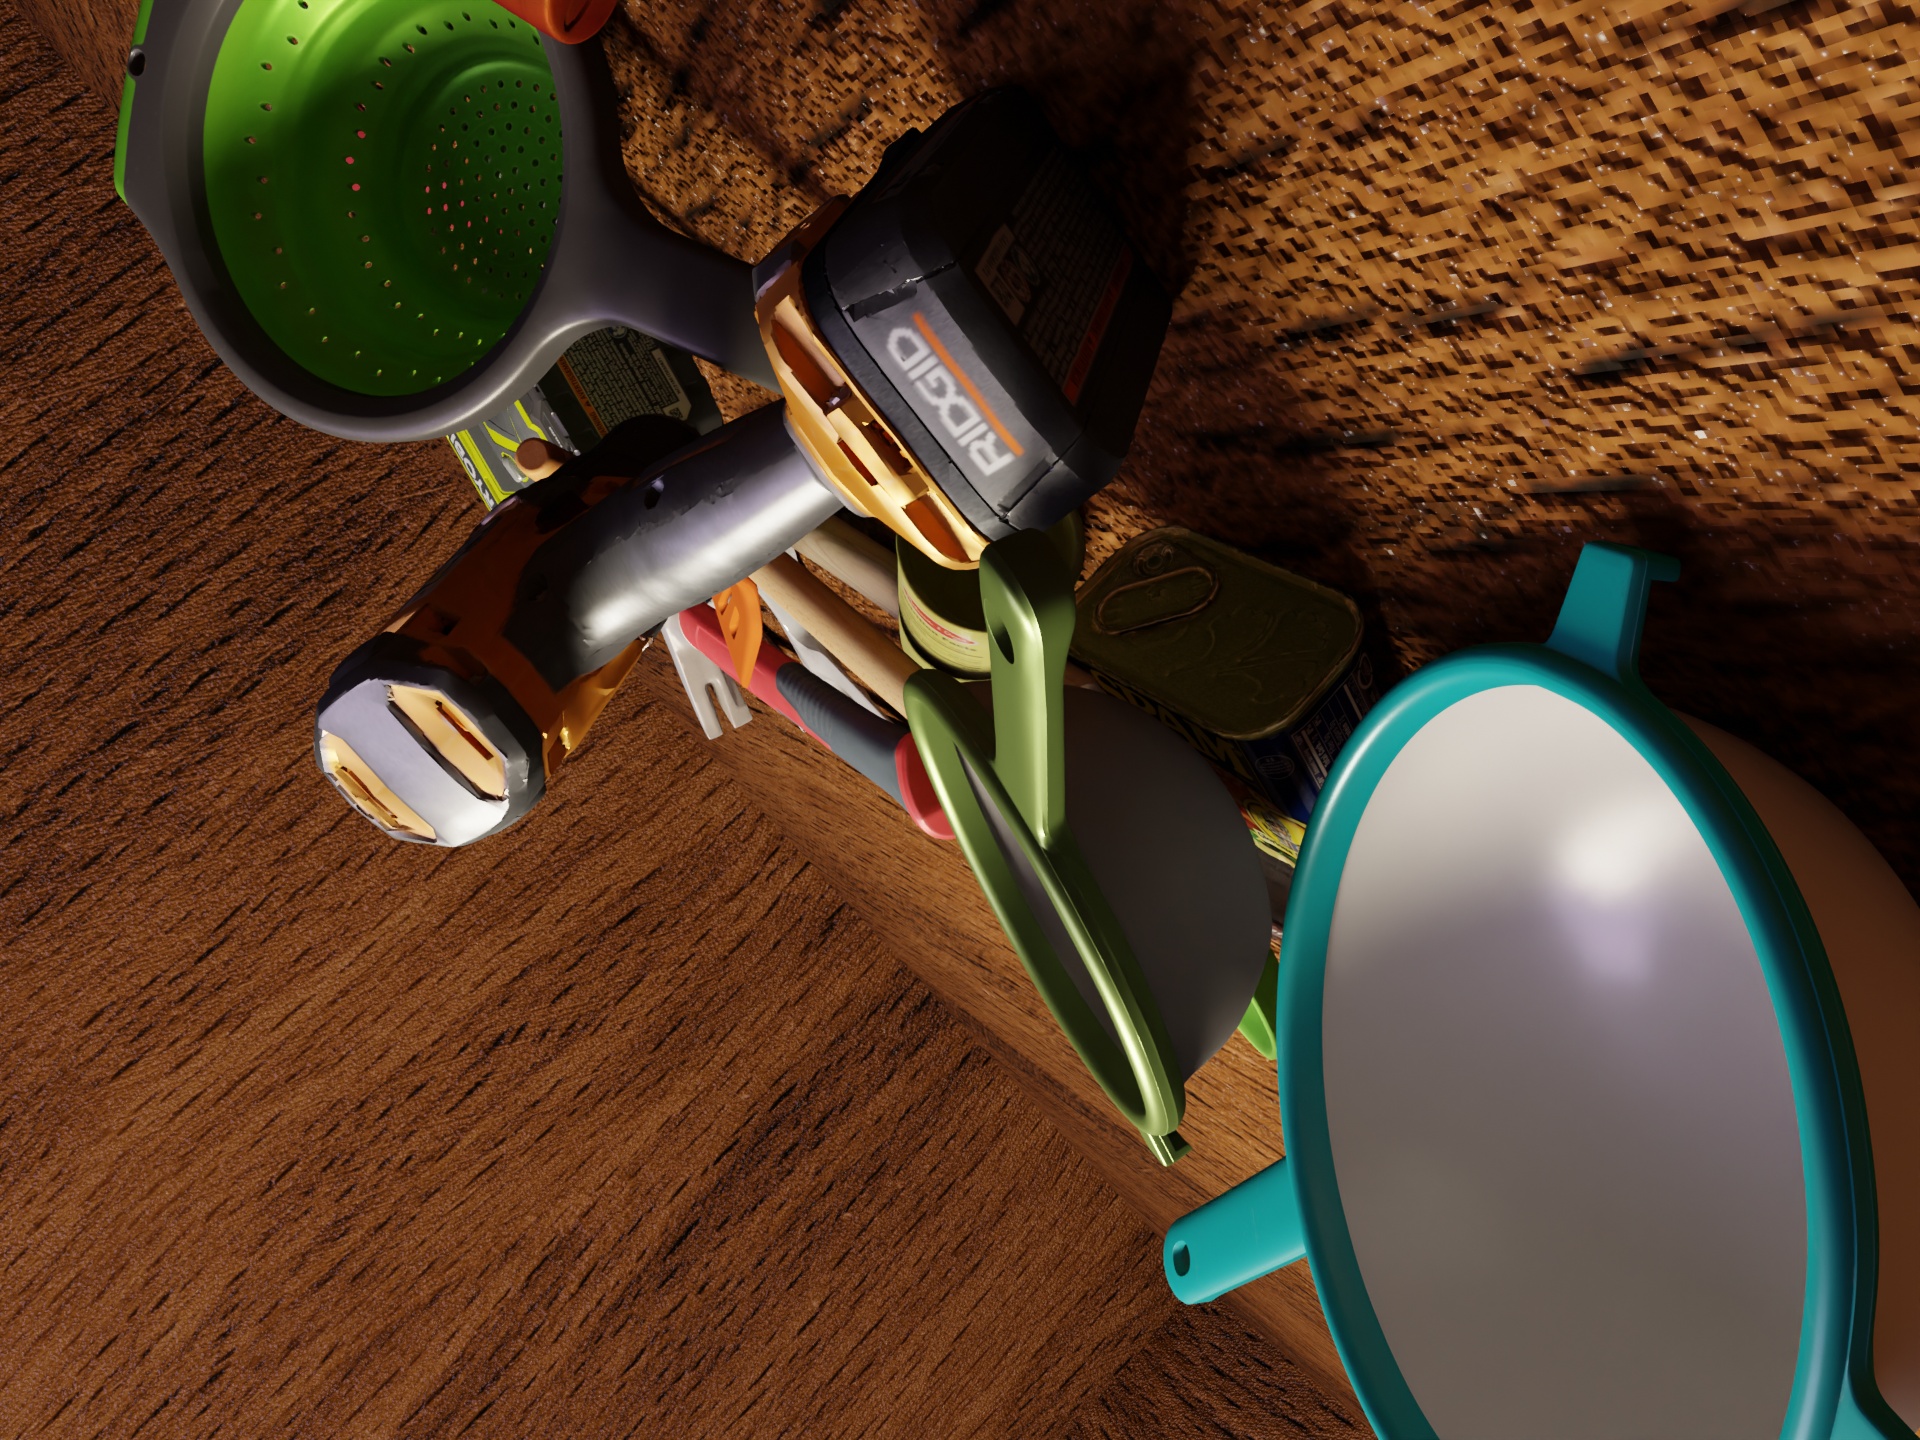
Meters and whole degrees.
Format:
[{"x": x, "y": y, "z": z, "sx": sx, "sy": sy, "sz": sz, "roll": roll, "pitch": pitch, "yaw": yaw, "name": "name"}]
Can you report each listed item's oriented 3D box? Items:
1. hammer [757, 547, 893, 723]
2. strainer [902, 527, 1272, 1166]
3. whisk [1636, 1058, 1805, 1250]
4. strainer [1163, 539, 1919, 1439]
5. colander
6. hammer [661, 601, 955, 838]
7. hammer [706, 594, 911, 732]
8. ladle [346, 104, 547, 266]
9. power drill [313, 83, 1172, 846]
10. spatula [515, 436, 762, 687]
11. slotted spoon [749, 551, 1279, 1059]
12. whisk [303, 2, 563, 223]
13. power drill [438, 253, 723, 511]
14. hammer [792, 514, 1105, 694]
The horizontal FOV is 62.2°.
[{"x": -0.024, "y": 0.018, "z": 0.857, "sx": 0.144, "sy": 0.035, "sz": 0.406, "roll": 63, "pitch": 170, "yaw": -30, "name": "hammer"}, {"x": 0.042, "y": 0.016, "z": 0.421, "sx": 0.152, "sy": 0.069, "sz": 0.256, "roll": 58, "pitch": 170, "yaw": 25, "name": "strainer"}, {"x": 0.193, "y": 0.089, "z": 0.470, "sx": 0.296, "sy": 0.073, "sz": 0.073, "roll": 44, "pitch": 170, "yaw": 43, "name": "whisk"}, {"x": 0.147, "y": 0.117, "z": 0.425, "sx": 0.340, "sy": 0.095, "sz": 0.211, "roll": 114, "pitch": 153, "yaw": -60, "name": "strainer"}, {"x": -0.132, "y": -0.177, "z": 0.595, "sx": 0.397, "sy": 0.204, "sz": 0.094, "roll": 26, "pitch": -162, "yaw": 15, "name": "colander"}, {"x": -0.086, "y": -0.004, "z": 0.851, "sx": 0.387, "sy": 0.038, "sz": 0.143, "roll": 32, "pitch": 144, "yaw": 57, "name": "hammer"}, {"x": -0.065, "y": 0.004, "z": 1.140, "sx": 0.409, "sy": 0.036, "sz": 0.149, "roll": 30, "pitch": 162, "yaw": 52, "name": "hammer"}, {"x": -0.163, "y": -0.196, "z": 0.683, "sx": 0.315, "sy": 0.031, "sz": 0.069, "roll": 29, "pitch": 163, "yaw": 17, "name": "ladle"}, {"x": -0.057, "y": -0.071, "z": 0.433, "sx": 0.084, "sy": 0.226, "sz": 0.185, "roll": 50, "pitch": -148, "yaw": -20, "name": "power drill"}, {"x": -0.126, "y": -0.071, "z": 0.669, "sx": 0.322, "sy": 0.041, "sz": 0.081, "roll": 30, "pitch": -139, "yaw": -82, "name": "spatula"}, {"x": 0.005, "y": 0.008, "z": 0.598, "sx": 0.314, "sy": 0.031, "sz": 0.070, "roll": 41, "pitch": 169, "yaw": 14, "name": "slotted spoon"}, {"x": -0.213, "y": -0.263, "z": 0.715, "sx": 0.239, "sy": 0.055, "sz": 0.055, "roll": 42, "pitch": 169, "yaw": -5, "name": "whisk"}, {"x": -0.204, "y": -0.139, "z": 0.841, "sx": 0.190, "sy": 0.080, "sz": 0.228, "roll": 61, "pitch": 154, "yaw": -4, "name": "power drill"}, {"x": -0.077, "y": -0.101, "z": 0.817, "sx": 0.411, "sy": 0.038, "sz": 0.146, "roll": 35, "pitch": 163, "yaw": 40, "name": "hammer"}]
